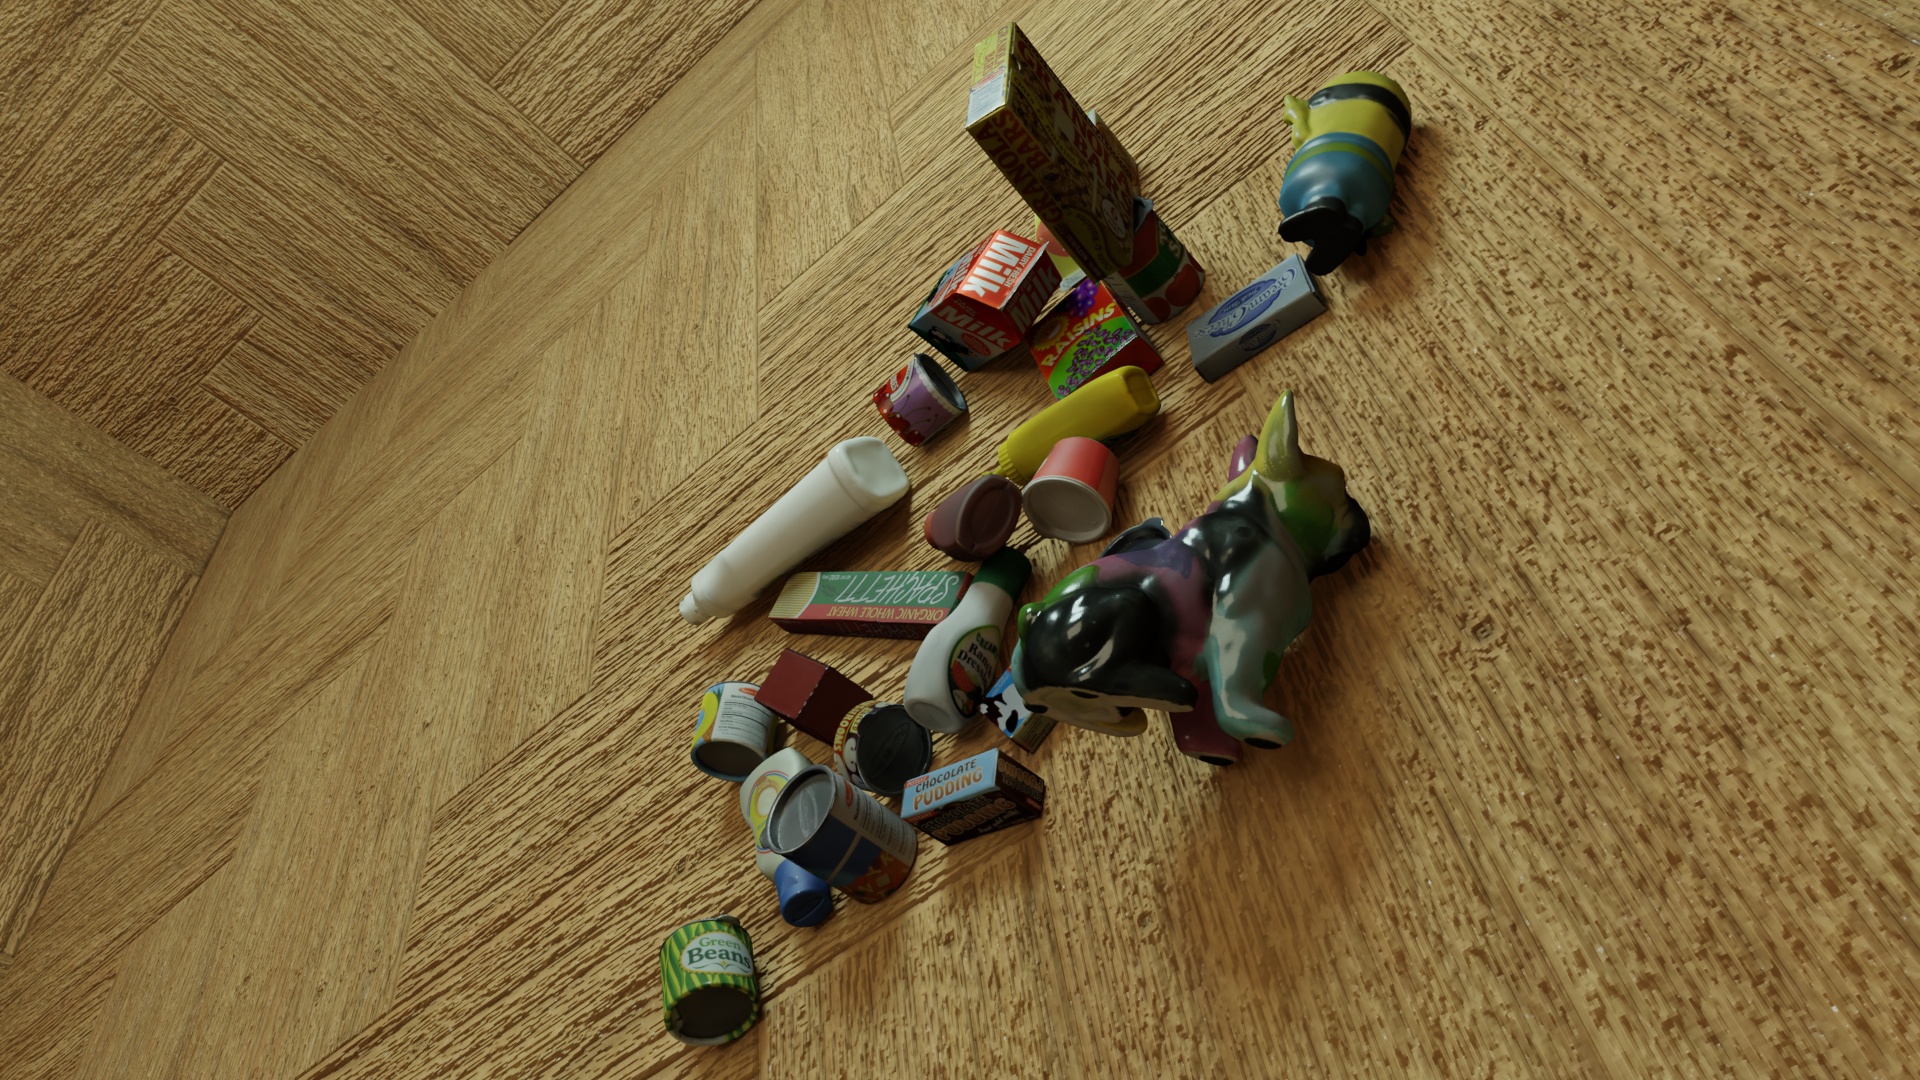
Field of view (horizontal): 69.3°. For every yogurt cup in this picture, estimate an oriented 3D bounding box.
[{"bbox_3d":[0.085,-0.040,1.027,0.072,0.072,0.054,-16,36,41],"label":"yogurt cup"}]

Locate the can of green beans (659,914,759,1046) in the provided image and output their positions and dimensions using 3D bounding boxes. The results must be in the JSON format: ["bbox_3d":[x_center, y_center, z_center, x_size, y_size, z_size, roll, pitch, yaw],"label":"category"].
[{"bbox_3d":[-0.176,0.309,0.970,0.071,0.071,0.058,-41,33,12],"label":"can of green beans"}]

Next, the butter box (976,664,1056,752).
[{"bbox_3d":[0.061,0.091,0.954,0.103,0.024,0.053,-51,33,-3],"label":"butter box"}]

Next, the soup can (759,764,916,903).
[{"bbox_3d":[-0.083,0.204,0.953,0.071,0.083,0.072,-32,36,26],"label":"soup can"}]

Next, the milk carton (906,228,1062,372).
[{"bbox_3d":[0.025,-0.211,1.215,0.072,0.073,0.190,-57,13,-14],"label":"milk carton"}]

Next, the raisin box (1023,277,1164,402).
[{"bbox_3d":[0.108,-0.159,1.147,0.086,0.040,0.124,-41,34,15],"label":"raisin box"}]

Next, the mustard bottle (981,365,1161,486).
[{"bbox_3d":[0.079,-0.080,1.080,0.159,0.049,0.065,-30,-6,34],"label":"mustard bottle"}]

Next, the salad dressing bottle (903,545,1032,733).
[{"bbox_3d":[0.009,0.069,1.010,0.044,0.064,0.148,-3,46,38],"label":"salad dressing bottle"}]

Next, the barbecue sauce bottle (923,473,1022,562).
[{"bbox_3d":[0.004,-0.013,1.068,0.065,0.043,0.148,-62,10,-10],"label":"barbecue sauce bottle"}]

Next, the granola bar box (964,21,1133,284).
[{"bbox_3d":[0.072,-0.294,1.054,0.039,0.165,0.125,-26,39,29],"label":"granola bar box"}]

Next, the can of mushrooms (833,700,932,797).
[{"bbox_3d":[-0.057,0.147,0.994,0.033,0.071,0.071,1,57,53],"label":"can of mushrooms"}]

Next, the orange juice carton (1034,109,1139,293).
[{"bbox_3d":[0.116,-0.298,1.251,0.071,0.073,0.194,-29,37,28],"label":"orange juice carton"}]

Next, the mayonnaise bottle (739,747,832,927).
[{"bbox_3d":[-0.125,0.220,1.026,0.064,0.041,0.149,-42,32,9],"label":"mayonnaise bottle"}]

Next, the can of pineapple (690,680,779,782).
[{"bbox_3d":[-0.185,0.158,1.142,0.071,0.071,0.058,-27,38,31],"label":"can of pineapple"}]

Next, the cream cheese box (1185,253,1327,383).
[{"bbox_3d":[0.218,-0.166,1.034,0.103,0.024,0.054,-32,36,25],"label":"cream cheese box"}]

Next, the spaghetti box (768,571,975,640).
[{"bbox_3d":[-0.073,0.053,1.152,0.250,0.028,0.050,-2,55,50],"label":"spaghetti box"}]

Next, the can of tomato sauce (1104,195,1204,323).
[{"bbox_3d":[0.150,-0.228,1.126,0.071,0.083,0.071,-31,36,26],"label":"can of tomato sauce"}]

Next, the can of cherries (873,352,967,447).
[{"bbox_3d":[-0.039,-0.128,1.260,0.058,0.071,0.072,-38,34,18],"label":"can of cherries"}]

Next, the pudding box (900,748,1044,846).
[{"bbox_3d":[0.007,0.169,0.912,0.083,0.049,0.030,-25,41,33],"label":"pudding box"}]

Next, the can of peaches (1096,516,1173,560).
[{"bbox_3d":[0.129,0.030,0.905,0.071,0.058,0.071,-32,35,26],"label":"can of peaches"}]
